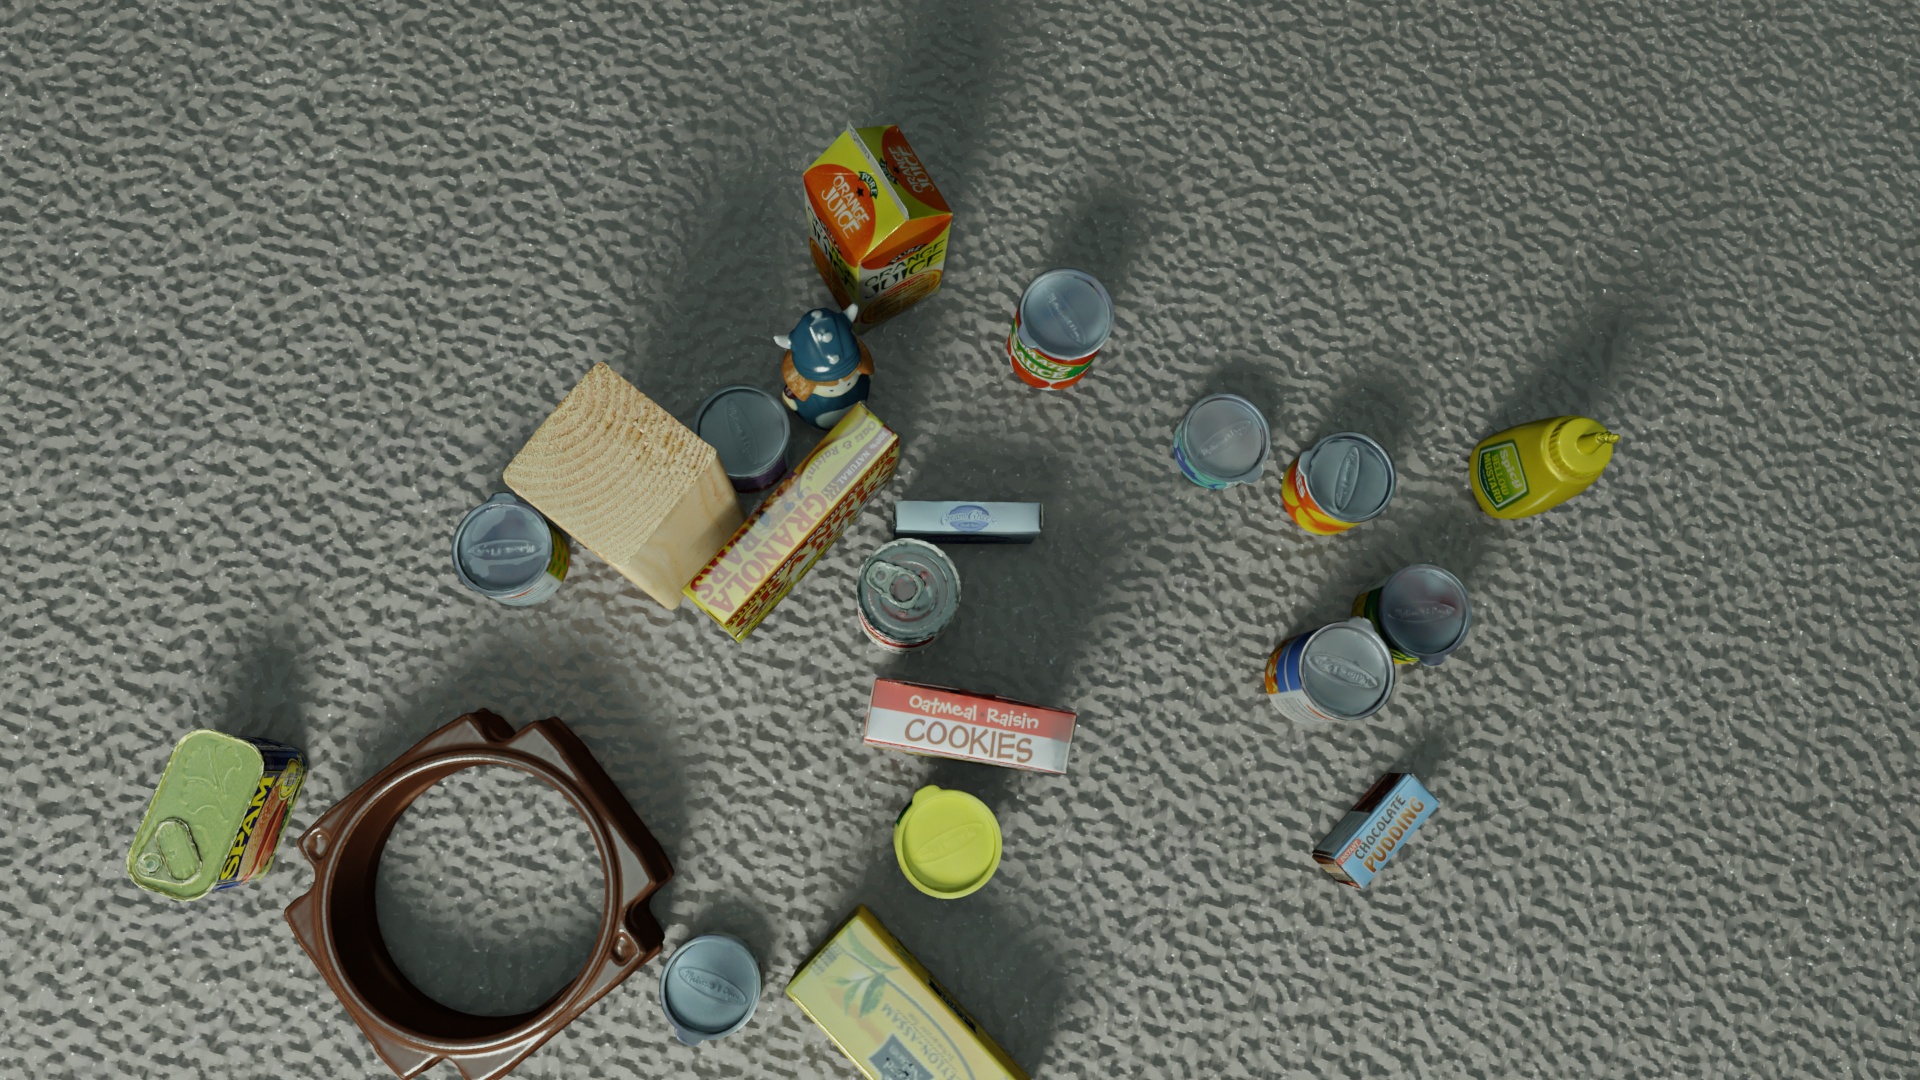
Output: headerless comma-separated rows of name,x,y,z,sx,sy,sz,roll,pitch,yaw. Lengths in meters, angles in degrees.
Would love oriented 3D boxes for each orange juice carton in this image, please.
orange juice carton,-0.057,-0.212,0.939,0.073,0.192,0.072,-30,84,-8

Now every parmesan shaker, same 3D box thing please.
parmesan shaker,-0.012,0.195,0.914,0.071,0.103,0.071,1,80,-4

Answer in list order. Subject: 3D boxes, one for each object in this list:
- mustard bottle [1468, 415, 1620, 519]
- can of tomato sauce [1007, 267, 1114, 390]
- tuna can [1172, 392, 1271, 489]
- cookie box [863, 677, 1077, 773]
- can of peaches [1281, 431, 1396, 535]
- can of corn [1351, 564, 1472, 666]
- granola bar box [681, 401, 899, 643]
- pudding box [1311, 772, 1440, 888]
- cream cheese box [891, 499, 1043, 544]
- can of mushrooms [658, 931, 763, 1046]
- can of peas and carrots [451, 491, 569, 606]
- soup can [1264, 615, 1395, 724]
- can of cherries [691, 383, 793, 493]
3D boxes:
mustard bottle,0.407,-0.056,0.962,0.049,0.160,0.065,-13,82,-6
can of tomato sauce,0.068,-0.148,0.992,0.071,0.083,0.071,1,80,-4
tuna can,0.191,-0.070,1.013,0.071,0.032,0.071,1,80,-4
cookie box,0.001,0.121,0.896,0.123,0.167,0.040,10,80,-2
can of peaches,0.269,-0.041,1.001,0.071,0.058,0.071,1,80,-4
can of corn,0.319,0.056,0.987,0.071,0.058,0.071,1,80,-4
granola bar box,-0.109,-0.008,0.933,0.039,0.124,0.166,41,80,3
pudding box,0.287,0.200,0.963,0.030,0.049,0.084,45,80,4
cream cheese box,0.003,-0.012,0.978,0.104,0.053,0.024,0,80,-4
can of mushrooms,-0.165,0.296,0.920,0.071,0.033,0.071,1,80,-4
can of peas and carrots,-0.306,0.007,0.949,0.071,0.058,0.071,1,80,-4
soup can,0.255,0.091,0.963,0.071,0.083,0.071,1,80,-4
can of cherries,-0.154,-0.070,0.974,0.071,0.058,0.071,1,80,-4
